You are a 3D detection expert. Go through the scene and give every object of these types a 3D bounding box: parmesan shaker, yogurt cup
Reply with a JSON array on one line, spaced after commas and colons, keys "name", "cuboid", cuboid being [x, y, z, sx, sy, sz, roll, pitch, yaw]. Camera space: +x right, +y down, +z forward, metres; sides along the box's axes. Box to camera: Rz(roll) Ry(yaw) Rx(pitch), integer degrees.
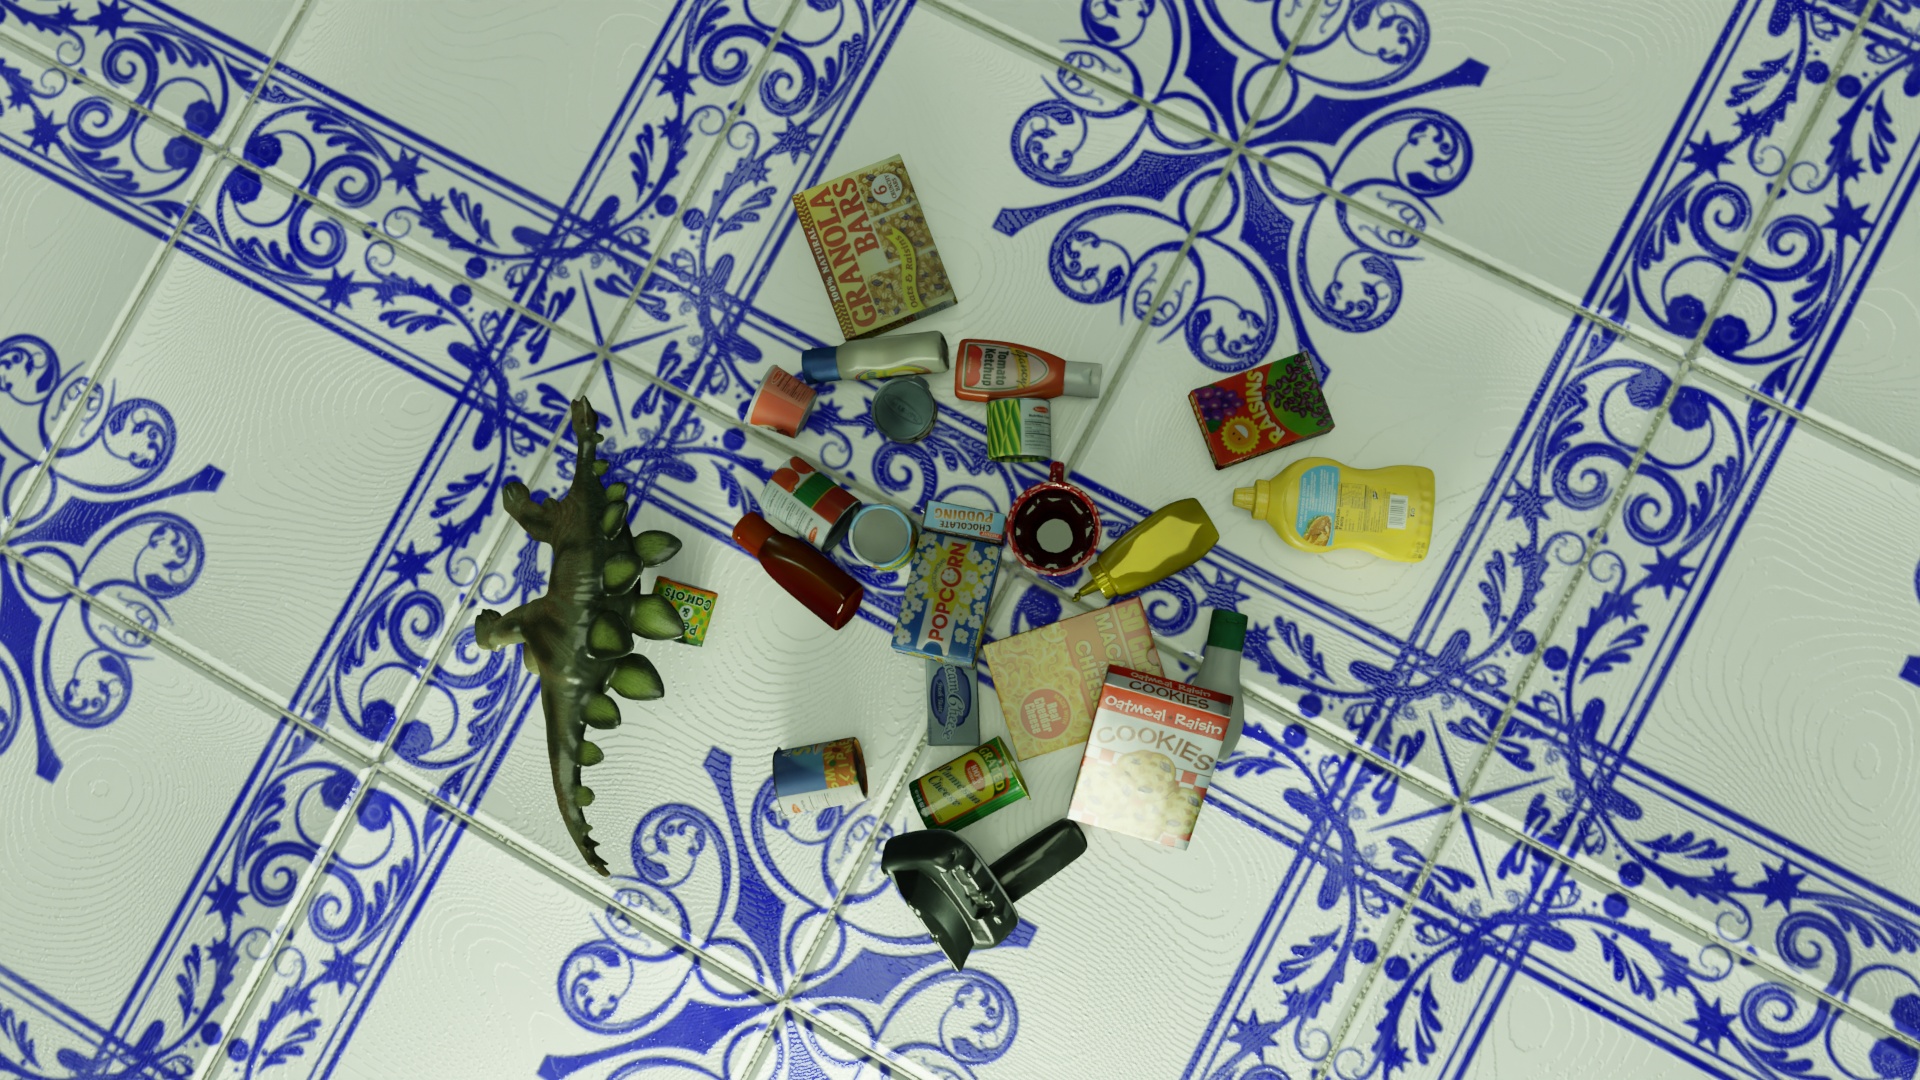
[{"name": "parmesan shaker", "cuboid": [0.009, 0.250, 1.384, 0.103, 0.071, 0.071, -28, 83, 2]}, {"name": "yogurt cup", "cuboid": [-0.184, -0.141, 1.438, 0.054, 0.072, 0.072, 26, 88, -2]}]

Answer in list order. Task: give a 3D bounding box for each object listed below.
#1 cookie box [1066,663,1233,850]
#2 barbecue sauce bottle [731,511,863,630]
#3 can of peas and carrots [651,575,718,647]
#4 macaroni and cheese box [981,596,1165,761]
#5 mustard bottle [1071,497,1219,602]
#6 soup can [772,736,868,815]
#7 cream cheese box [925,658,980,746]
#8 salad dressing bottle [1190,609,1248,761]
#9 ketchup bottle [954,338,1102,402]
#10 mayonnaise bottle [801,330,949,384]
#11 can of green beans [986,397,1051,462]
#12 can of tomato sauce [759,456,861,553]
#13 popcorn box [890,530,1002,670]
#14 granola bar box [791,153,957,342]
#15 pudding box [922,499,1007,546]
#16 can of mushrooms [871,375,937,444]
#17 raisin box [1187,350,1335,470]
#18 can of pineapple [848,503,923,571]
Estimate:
[{"name": "cookie box", "cuboid": [0.182, 0.210, 1.347, 0.123, 0.040, 0.166, 15, 118, 5]}, {"name": "barbecue sauce bottle", "cuboid": [-0.169, 0.027, 1.425, 0.149, 0.064, 0.044, 37, 51, 14]}, {"name": "can of peas and carrots", "cuboid": [-0.288, 0.073, 1.423, 0.071, 0.071, 0.059, 16, 86, 6]}, {"name": "macaroni and cheese box", "cuboid": [0.120, 0.139, 1.398, 0.166, 0.040, 0.124, -18, 85, 3]}, {"name": "mustard bottle", "cuboid": [0.180, 0.018, 1.400, 0.160, 0.049, 0.065, -30, 84, 2]}, {"name": "soup can", "cuboid": [-0.141, 0.234, 1.400, 0.084, 0.071, 0.071, -11, 84, 3]}, {"name": "cream cheese box", "cuboid": [-0.008, 0.157, 1.415, 0.053, 0.024, 0.104, -2, 85, 4]}, {"name": "salad dressing bottle", "cuboid": [0.257, 0.144, 1.385, 0.064, 0.044, 0.147, 12, 85, 2]}, {"name": "ketchup bottle", "cuboid": [0.070, -0.170, 1.429, 0.149, 0.043, 0.065, 6, 81, 5]}, {"name": "mayonnaise bottle", "cuboid": [-0.088, -0.187, 1.436, 0.148, 0.064, 0.041, -6, 82, 8]}, {"name": "can of green beans", "cuboid": [0.059, -0.112, 1.413, 0.071, 0.071, 0.058, -1, 86, 5]}, {"name": "can of tomato sauce", "cuboid": [-0.153, -0.038, 1.424, 0.083, 0.071, 0.071, 36, 89, 9]}, {"name": "popcorn box", "cuboid": [-0.013, 0.060, 1.403, 0.085, 0.038, 0.127, 12, 73, 8]}, {"name": "granola bar box", "cuboid": [-0.090, -0.304, 1.456, 0.124, 0.039, 0.165, -21, 84, 2]}, {"name": "pudding box", "cuboid": [0.005, -0.018, 1.417, 0.084, 0.049, 0.030, 11, 85, 5]}, {"name": "can of mushrooms", "cuboid": [-0.056, -0.136, 1.441, 0.071, 0.033, 0.071, 0, 85, 6]}, {"name": "raisin box", "cuboid": [0.304, -0.132, 1.408, 0.123, 0.040, 0.086, -19, 84, 2]}, {"name": "can of pineapple", "cuboid": [-0.076, -0.004, 1.419, 0.071, 0.058, 0.071, 0, 85, 5]}]
